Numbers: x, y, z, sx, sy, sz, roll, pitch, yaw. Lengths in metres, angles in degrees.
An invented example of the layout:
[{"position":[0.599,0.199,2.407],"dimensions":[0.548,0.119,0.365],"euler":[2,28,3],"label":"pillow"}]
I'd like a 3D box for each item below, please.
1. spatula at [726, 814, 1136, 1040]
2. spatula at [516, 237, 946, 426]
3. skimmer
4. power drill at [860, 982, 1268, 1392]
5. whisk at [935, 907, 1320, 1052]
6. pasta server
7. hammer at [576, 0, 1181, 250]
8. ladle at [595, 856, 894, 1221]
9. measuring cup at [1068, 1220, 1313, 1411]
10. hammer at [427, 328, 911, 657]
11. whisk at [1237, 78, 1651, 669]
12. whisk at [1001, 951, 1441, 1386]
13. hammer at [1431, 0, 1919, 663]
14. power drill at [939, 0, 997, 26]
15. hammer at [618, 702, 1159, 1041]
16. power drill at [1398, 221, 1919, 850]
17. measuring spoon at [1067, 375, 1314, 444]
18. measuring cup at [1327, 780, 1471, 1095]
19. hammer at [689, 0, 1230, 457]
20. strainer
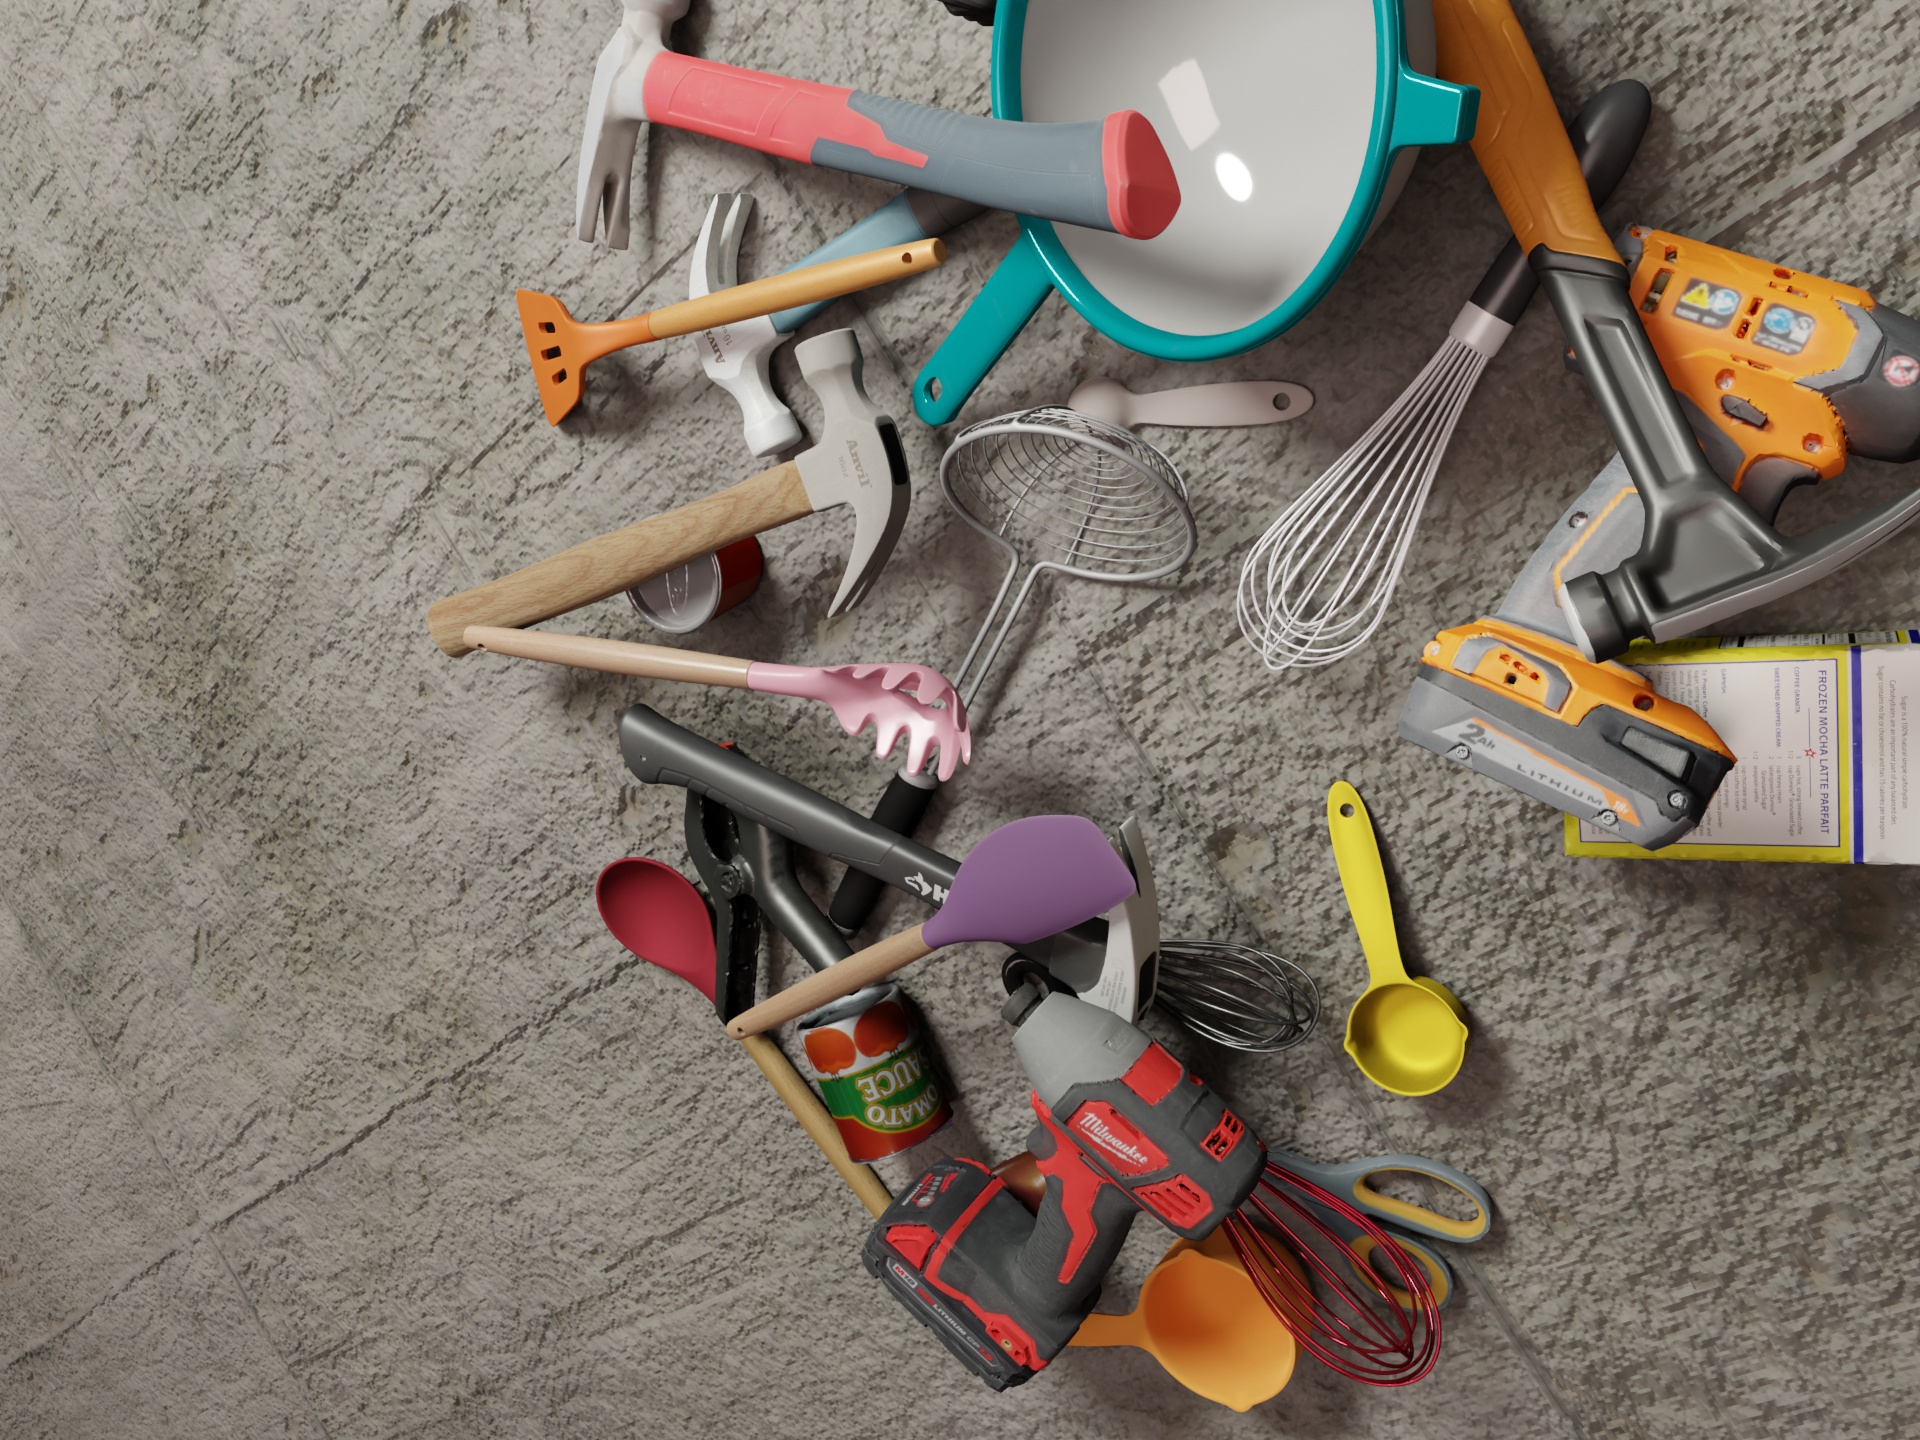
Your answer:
[{"position":[-0.032,0.118,0.830],"dimensions":[0.316,0.018,0.060],"euler":[-32,95,41],"label":"spatula"},{"position":[-0.135,-0.213,0.834],"dimensions":[0.323,0.041,0.081],"euler":[-3,106,36],"label":"spatula"},{"position":[-0.001,-0.003,0.822],"dimensions":[0.127,0.090,0.363],"euler":[23,120,-8],"label":"skimmer"},{"position":[0.043,0.232,0.805],"dimensions":[0.143,0.078,0.219],"euler":[41,128,11],"label":"power drill"},{"position":[0.077,0.120,0.845],"dimensions":[0.239,0.055,0.055],"euler":[18,113,28],"label":"whisk"},{"position":[-0.135,-0.022,0.832],"dimensions":[0.316,0.040,0.060],"euler":[8,137,22],"label":"pasta server"},{"position":[-0.059,-0.256,0.730],"dimensions":[0.387,0.038,0.143],"euler":[30,112,40],"label":"hammer"},{"position":[-0.117,0.211,0.988],"dimensions":[0.069,0.031,0.315],"euler":[-40,86,25],"label":"ladle"},{"position":[0.113,0.324,0.883],"dimensions":[0.173,0.052,0.095],"euler":[-15,97,35],"label":"measuring cup"},{"position":[-0.168,-0.090,0.857],"dimensions":[0.331,0.031,0.130],"euler":[-16,97,31],"label":"hammer"},{"position":[0.207,-0.142,0.692],"dimensions":[0.070,0.070,0.284],"euler":[36,113,15],"label":"whisk"},{"position":[0.125,0.223,0.826],"dimensions":[0.296,0.073,0.073],"euler":[42,121,25],"label":"whisk"},{"position":[0.234,-0.196,0.606],"dimensions":[0.127,0.034,0.337],"euler":[-24,72,19],"label":"hammer"},{"position":[0.065,-0.408,0.675],"dimensions":[0.228,0.080,0.190],"euler":[-33,87,29],"label":"power drill"},{"position":[-0.047,0.063,0.845],"dimensions":[0.335,0.035,0.146],"euler":[24,126,23],"label":"hammer"},{"position":[0.288,-0.065,0.621],"dimensions":[0.164,0.084,0.226],"euler":[27,96,25],"label":"power drill"},{"position":[0.106,-0.150,0.762],"dimensions":[0.124,0.018,0.034],"euler":[2,106,27],"label":"measuring spoon"},{"position":[0.210,0.105,0.784],"dimensions":[0.062,0.029,0.156],"euler":[-16,85,31],"label":"measuring cup"},{"position":[-0.008,-0.256,0.785],"dimensions":[0.331,0.033,0.128],"euler":[-23,94,32],"label":"hammer"},{"position":[0.085,-0.231,0.687],"dimensions":[0.211,0.095,0.340],"euler":[63,146,10],"label":"strainer"}]
